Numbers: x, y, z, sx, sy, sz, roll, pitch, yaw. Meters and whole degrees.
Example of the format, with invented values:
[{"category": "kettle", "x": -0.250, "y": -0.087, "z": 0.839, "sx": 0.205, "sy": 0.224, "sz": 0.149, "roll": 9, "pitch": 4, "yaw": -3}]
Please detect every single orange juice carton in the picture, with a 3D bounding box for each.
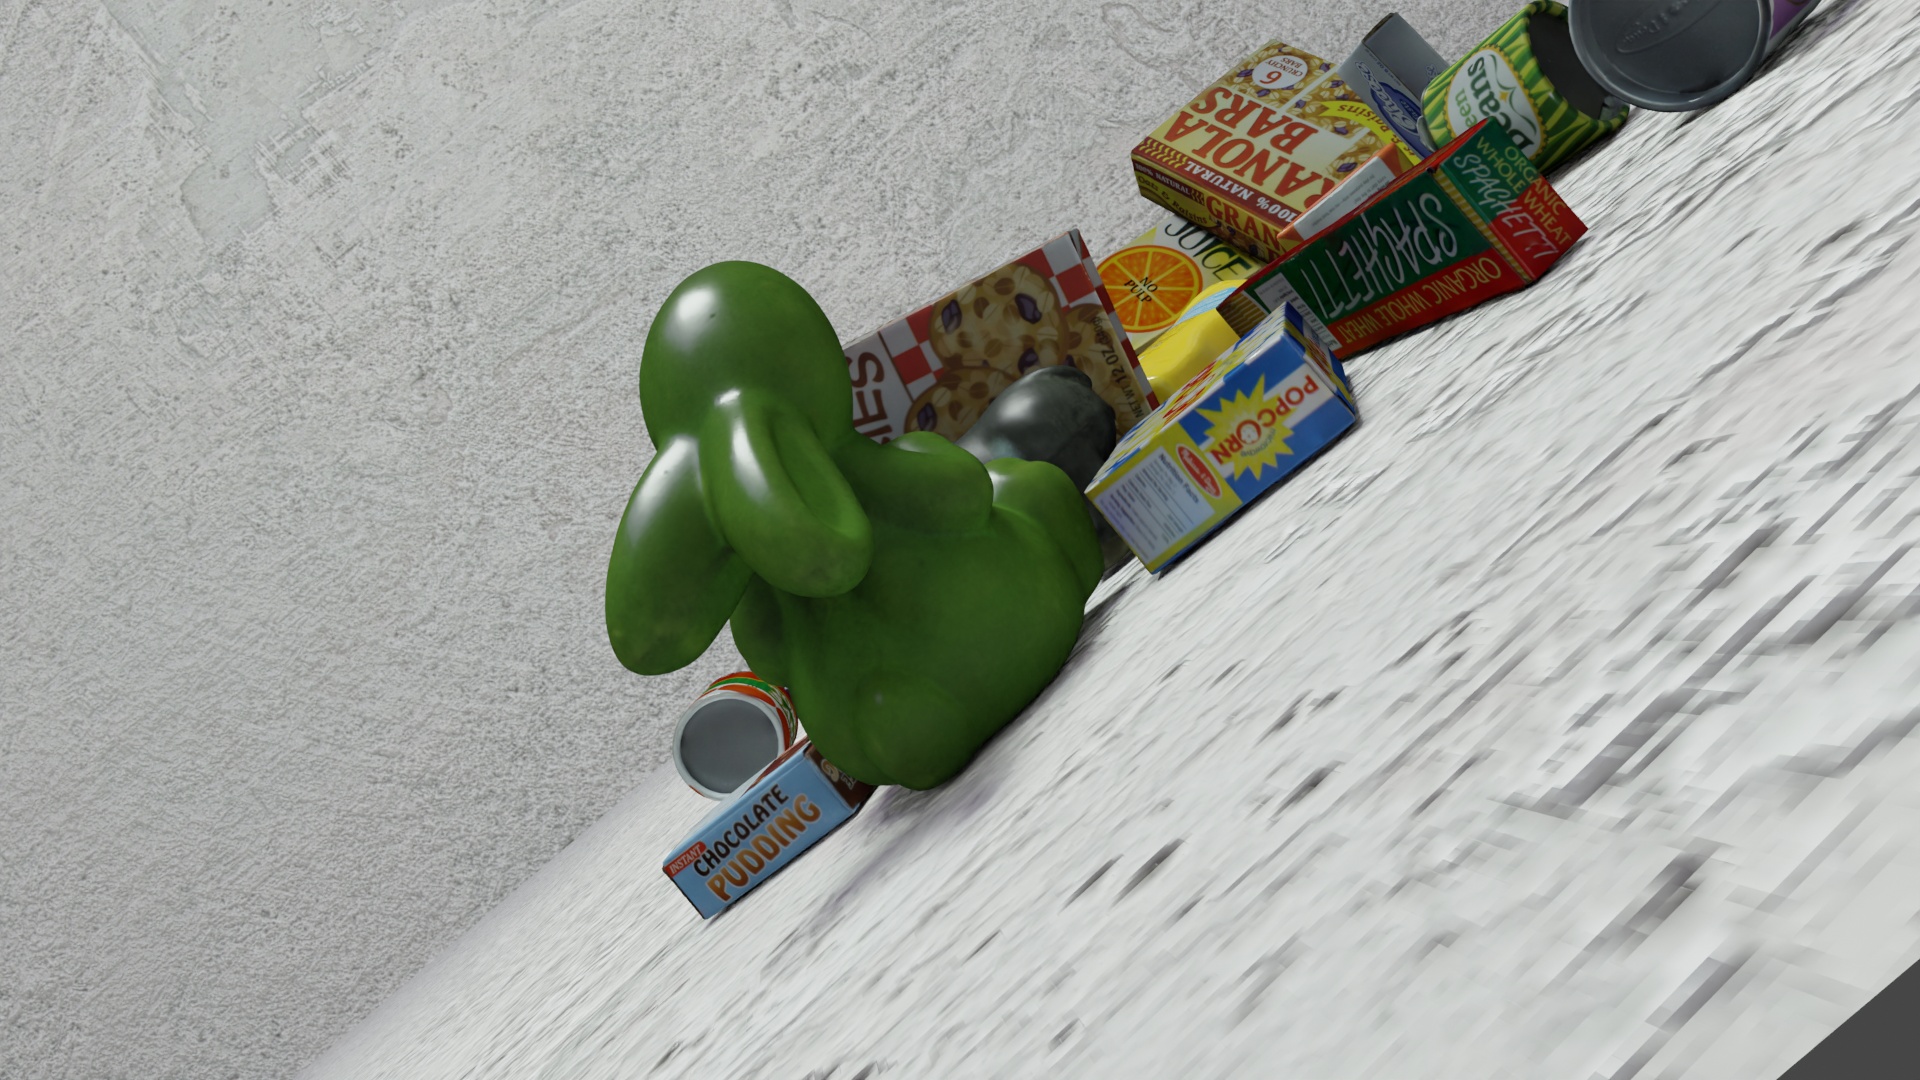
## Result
[{"category": "orange juice carton", "x": 0.161, "y": -0.160, "z": 0.849, "sx": 0.193, "sy": 0.073, "sz": 0.071, "roll": -33, "pitch": -34, "yaw": -9}]

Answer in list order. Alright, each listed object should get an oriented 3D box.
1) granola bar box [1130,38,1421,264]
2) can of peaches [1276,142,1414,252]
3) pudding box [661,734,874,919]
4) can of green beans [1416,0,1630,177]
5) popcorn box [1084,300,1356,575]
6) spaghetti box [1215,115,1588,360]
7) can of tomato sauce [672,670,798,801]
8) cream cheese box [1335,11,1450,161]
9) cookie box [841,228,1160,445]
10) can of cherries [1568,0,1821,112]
[{"category": "granola bar box", "x": 0.200, "y": -0.218, "z": 0.803, "sx": 0.124, "sy": 0.166, "sz": 0.039, "roll": -40, "pitch": -38, "yaw": -12}, {"category": "can of peaches", "x": 0.187, "y": -0.137, "z": 0.629, "sx": 0.071, "sy": 0.058, "sz": 0.071, "roll": -40, "pitch": 3, "yaw": 2}, {"category": "pudding box", "x": -0.069, "y": 0.102, "z": 0.528, "sx": 0.083, "sy": 0.030, "sz": 0.050, "roll": -39, "pitch": 1, "yaw": 22}, {"category": "can of green beans", "x": 0.247, "y": -0.191, "z": 0.607, "sx": 0.071, "sy": 0.071, "sz": 0.057, "roll": -42, "pitch": 3, "yaw": -36}, {"category": "popcorn box", "x": 0.096, "y": -0.041, "z": 0.504, "sx": 0.085, "sy": 0.038, "sz": 0.127, "roll": -39, "pitch": 3, "yaw": 19}, {"category": "spaghetti box", "x": 0.158, "y": -0.103, "z": 0.545, "sx": 0.029, "sy": 0.050, "sz": 0.250, "roll": -42, "pitch": 3, "yaw": -4}, {"category": "can of tomato sauce", "x": -0.132, "y": 0.116, "z": 0.835, "sx": 0.071, "sy": 0.071, "sz": 0.083, "roll": -40, "pitch": 3, "yaw": -1}, {"category": "cream cheese box", "x": 0.237, "y": -0.213, "z": 0.695, "sx": 0.024, "sy": 0.104, "sz": 0.053, "roll": -45, "pitch": 1, "yaw": 3}, {"category": "cookie box", "x": 0.003, "y": -0.049, "z": 0.636, "sx": 0.167, "sy": 0.122, "sz": 0.040, "roll": -24, "pitch": 8, "yaw": 15}, {"category": "can of cherries", "x": 0.251, "y": -0.191, "z": 0.471, "sx": 0.058, "sy": 0.071, "sz": 0.071, "roll": -41, "pitch": 2, "yaw": -24}]
